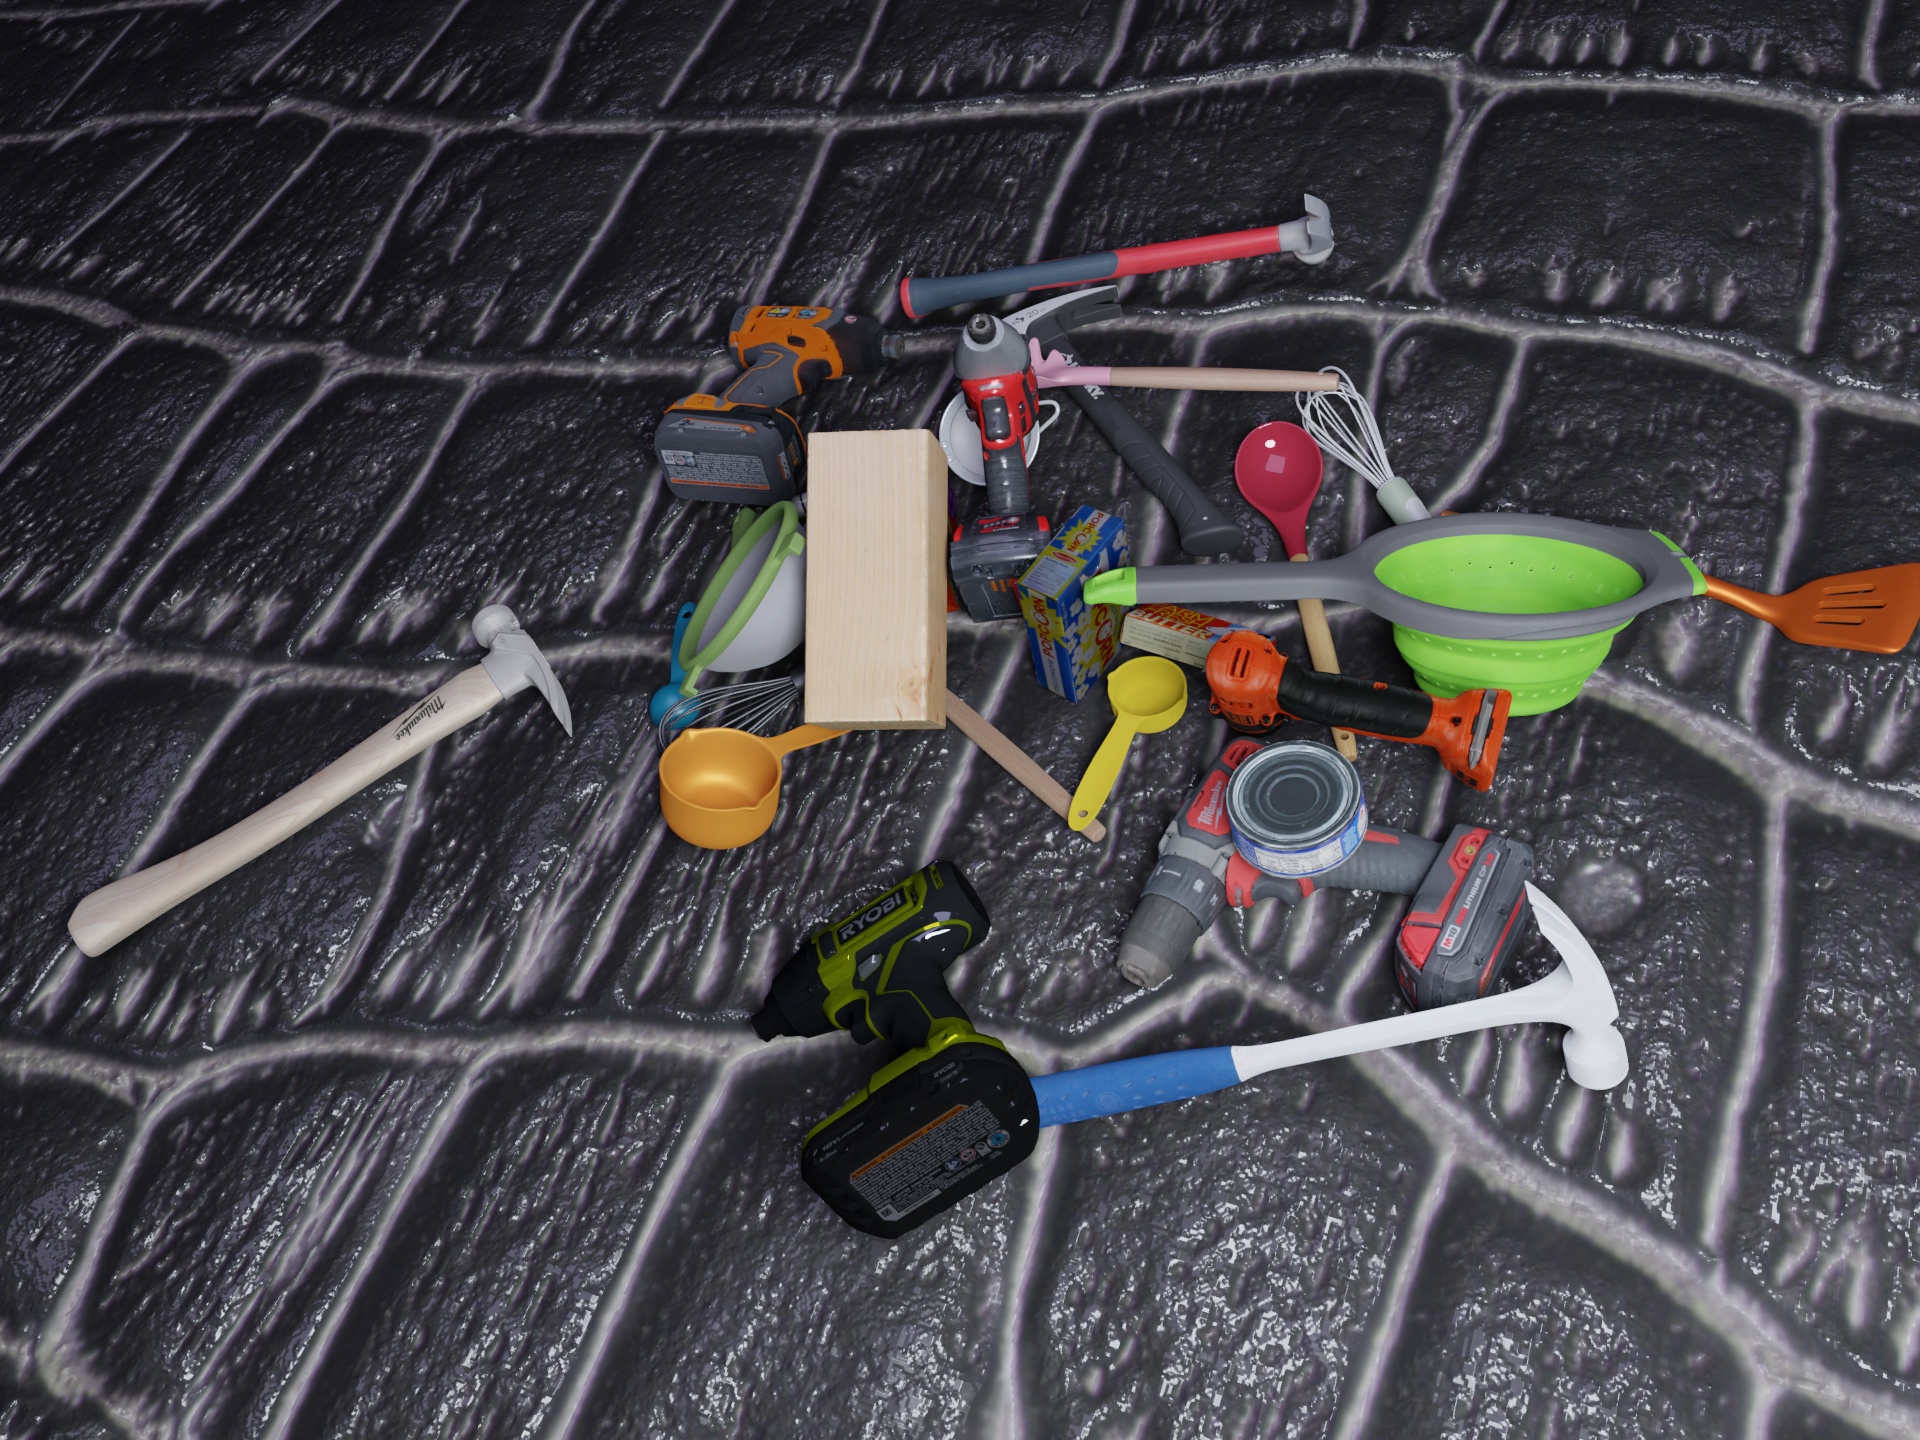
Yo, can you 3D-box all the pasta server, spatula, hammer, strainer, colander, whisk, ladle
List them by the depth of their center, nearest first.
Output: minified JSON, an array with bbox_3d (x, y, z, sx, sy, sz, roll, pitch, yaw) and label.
[{"bbox_3d":[0.171,0.195,0.933,0.405,0.144,0.035,-15,33,15],"label":"hammer"},{"bbox_3d":[0.284,-0.063,1.081,0.397,0.094,0.205,-1,26,6],"label":"colander"},{"bbox_3d":[0.498,-0.111,1.127,0.323,0.041,0.081,20,62,27],"label":"spatula"},{"bbox_3d":[-0.002,-0.004,1.191,0.060,0.018,0.316,-42,54,-11],"label":"spatula"},{"bbox_3d":[0.260,-0.102,1.191,0.069,0.031,0.316,-14,54,13],"label":"ladle"},{"bbox_3d":[-0.125,-0.027,1.216,0.239,0.055,0.055,-25,52,-3],"label":"whisk"},{"bbox_3d":[0.328,-0.184,1.224,0.057,0.059,0.247,-6,52,-25],"label":"whisk"},{"bbox_3d":[-0.153,-0.109,1.258,0.151,0.069,0.257,-51,20,16],"label":"strainer"},{"bbox_3d":[-0.505,0.064,1.259,0.410,0.038,0.146,-34,55,-11],"label":"hammer"},{"bbox_3d":[0.149,-0.287,1.297,0.316,0.040,0.060,7,44,23],"label":"pasta server"},{"bbox_3d":[0.136,-0.250,1.328,0.146,0.035,0.335,-28,53,-6],"label":"hammer"},{"bbox_3d":[-0.038,-0.218,1.345,0.258,0.050,0.087,-19,89,7],"label":"strainer"},{"bbox_3d":[0.129,-0.403,1.400,0.386,0.143,0.038,-5,96,16],"label":"hammer"}]

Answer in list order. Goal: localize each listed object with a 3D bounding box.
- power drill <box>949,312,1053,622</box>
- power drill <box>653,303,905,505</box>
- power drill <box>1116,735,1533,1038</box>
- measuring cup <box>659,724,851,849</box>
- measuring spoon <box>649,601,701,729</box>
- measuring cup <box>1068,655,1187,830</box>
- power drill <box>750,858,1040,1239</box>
[{"bbox_3d":[0.032,-0.198,1.219,0.078,0.143,0.220,-6,72,8],"label":"power drill"},{"bbox_3d":[-0.153,-0.286,1.393,0.164,0.084,0.227,7,47,19],"label":"power drill"},{"bbox_3d":[0.225,0.118,1.008,0.227,0.080,0.188,21,61,30],"label":"power drill"},{"bbox_3d":[-0.143,0.039,1.183,0.173,0.052,0.095,-22,50,-34],"label":"measuring cup"},{"bbox_3d":[-0.227,-0.050,1.279,0.042,0.021,0.129,-7,54,9],"label":"measuring spoon"},{"bbox_3d":[0.115,0.021,1.134,0.062,0.029,0.157,17,60,24],"label":"measuring cup"},{"bbox_3d":[-0.047,0.198,0.979,0.171,0.080,0.223,-33,30,5],"label":"power drill"}]
